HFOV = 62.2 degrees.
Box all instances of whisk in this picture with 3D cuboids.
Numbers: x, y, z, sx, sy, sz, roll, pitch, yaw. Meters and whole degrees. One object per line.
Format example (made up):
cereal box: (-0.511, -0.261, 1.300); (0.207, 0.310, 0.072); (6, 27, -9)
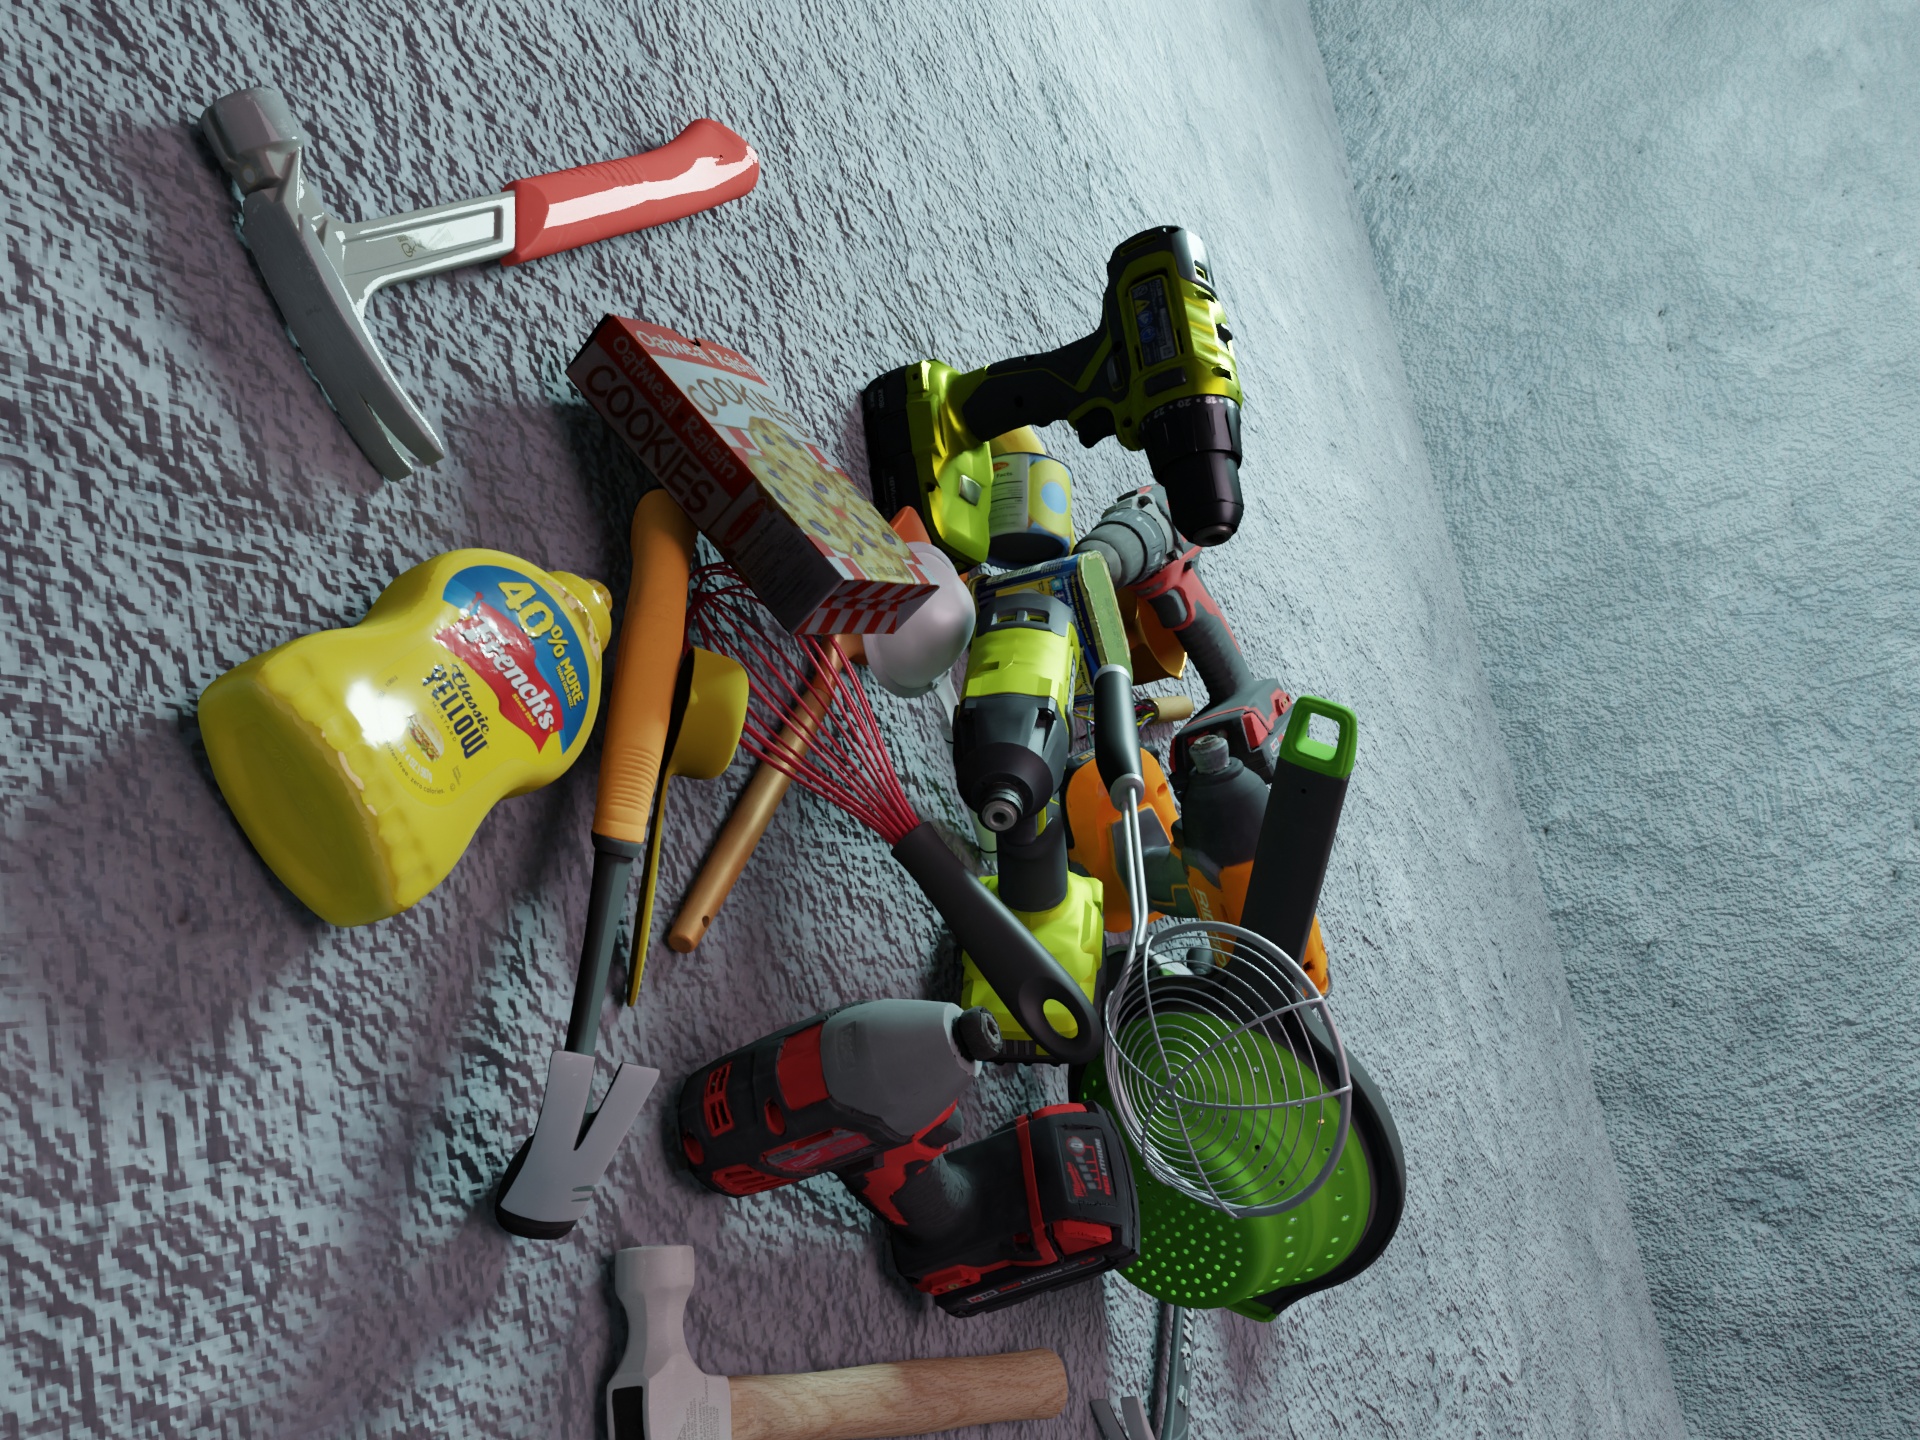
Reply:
whisk: (-0.036, 0.040, 0.733); (0.296, 0.073, 0.073); (49, 24, 12)
whisk: (0.139, -0.003, 1.218); (0.245, 0.047, 0.051); (-6, 79, -66)

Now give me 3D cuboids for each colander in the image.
colander: (0.140, 0.178, 0.838); (0.094, 0.205, 0.396); (-32, 136, -52)

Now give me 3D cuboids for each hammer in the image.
hammer: (-0.038, 0.310, 0.718); (0.331, 0.031, 0.130); (30, 49, -54)
hammer: (0.153, 0.319, 1.067); (0.149, 0.036, 0.409); (53, 33, -32)
hammer: (-0.185, -0.230, 0.748); (0.149, 0.037, 0.359); (65, 28, -15)
hammer: (-0.134, 0.024, 0.640); (0.034, 0.127, 0.337); (14, 49, -17)

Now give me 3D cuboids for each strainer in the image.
strainer: (-0.001, -0.003, 0.908); (0.087, 0.050, 0.258); (-50, 138, -34)

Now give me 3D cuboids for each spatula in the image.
spatula: (-0.074, 0.002, 0.818); (0.323, 0.041, 0.081); (-67, 144, -50)

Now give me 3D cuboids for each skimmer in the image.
skimmer: (0.114, 0.082, 0.805); (0.090, 0.127, 0.364); (22, 30, -12)

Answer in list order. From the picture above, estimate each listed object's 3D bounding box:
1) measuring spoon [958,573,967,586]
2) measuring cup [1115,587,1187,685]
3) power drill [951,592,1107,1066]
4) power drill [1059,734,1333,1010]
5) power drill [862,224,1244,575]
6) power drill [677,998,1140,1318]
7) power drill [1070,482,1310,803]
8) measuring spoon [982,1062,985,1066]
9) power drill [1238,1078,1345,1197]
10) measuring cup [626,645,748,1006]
measuring spoon: (-0.003, -0.093, 1.039); (0.021, 0.011, 0.117); (66, 25, -53)
measuring cup: (0.114, -0.061, 1.196); (0.173, 0.052, 0.095); (-25, 97, -59)
power drill: (0.033, 0.068, 0.836); (0.171, 0.080, 0.223); (-78, 165, -56)
power drill: (0.130, 0.074, 0.964); (0.227, 0.084, 0.164); (22, -48, 67)
power drill: (0.061, -0.171, 0.961); (0.080, 0.228, 0.191); (21, 57, -57)
power drill: (-0.009, 0.193, 0.719); (0.219, 0.143, 0.079); (46, 26, -45)
power drill: (0.158, -0.056, 1.141); (0.188, 0.080, 0.226); (-36, 104, -58)
measuring spoon: (0.019, 0.184, 0.906); (0.128, 0.021, 0.042); (-28, 100, -64)
power drill: (0.238, 0.234, 1.161); (0.185, 0.084, 0.226); (53, 32, -74)
measuring cup: (-0.118, 0.046, 0.684); (0.029, 0.062, 0.156); (12, 77, -18)
